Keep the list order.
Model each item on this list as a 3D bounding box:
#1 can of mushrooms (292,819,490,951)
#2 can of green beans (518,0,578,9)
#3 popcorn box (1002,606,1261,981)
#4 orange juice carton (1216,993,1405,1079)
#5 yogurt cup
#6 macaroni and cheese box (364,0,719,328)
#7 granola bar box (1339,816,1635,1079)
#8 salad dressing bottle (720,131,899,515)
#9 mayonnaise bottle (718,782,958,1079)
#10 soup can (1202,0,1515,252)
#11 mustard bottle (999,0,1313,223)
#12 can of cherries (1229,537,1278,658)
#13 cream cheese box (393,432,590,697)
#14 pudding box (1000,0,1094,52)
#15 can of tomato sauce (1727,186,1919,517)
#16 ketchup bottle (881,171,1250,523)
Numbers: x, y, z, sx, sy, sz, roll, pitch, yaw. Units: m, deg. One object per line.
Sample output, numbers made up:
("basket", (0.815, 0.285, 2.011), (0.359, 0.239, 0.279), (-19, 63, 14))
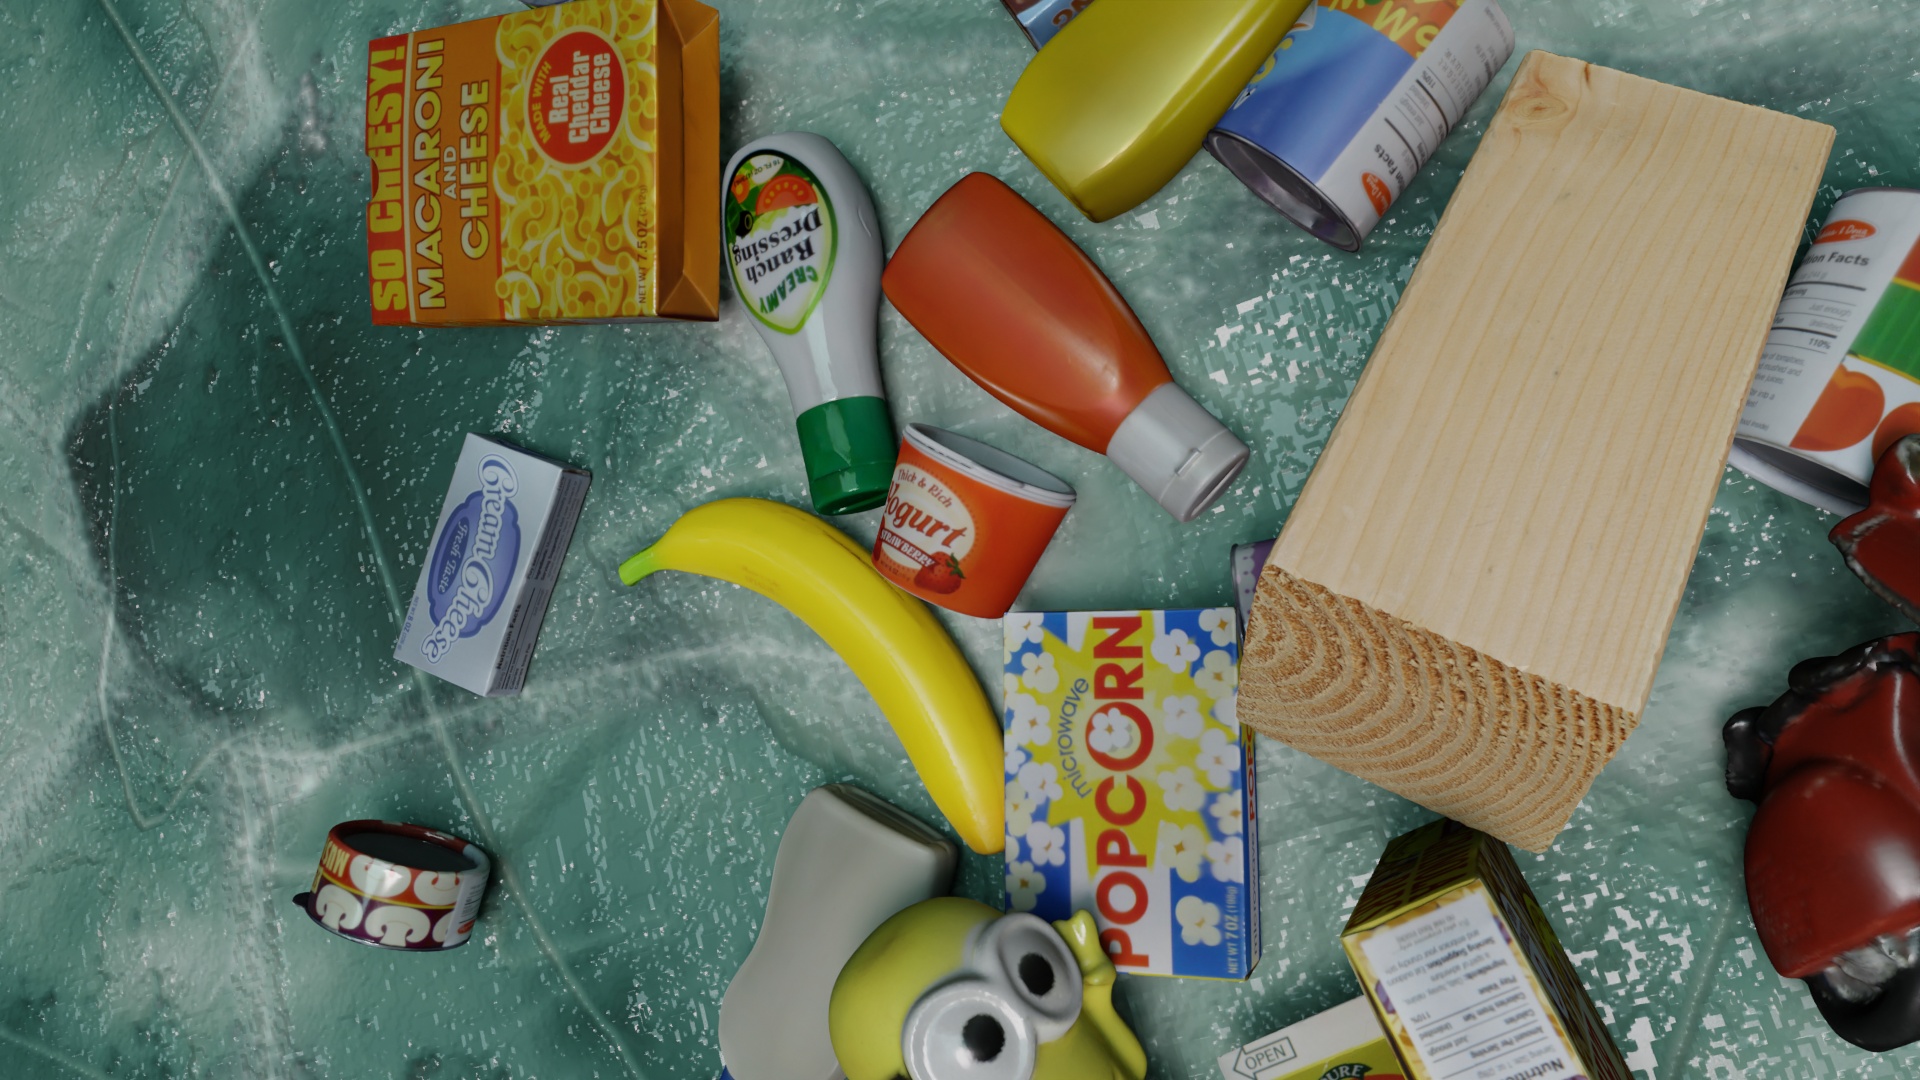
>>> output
("can of mushrooms", (-0.232, 0.140, 0.569), (0.071, 0.071, 0.033), (17, 89, 20))
("can of green beans", (-0.155, -0.246, 0.590), (0.071, 0.058, 0.071), (-2, 84, 19))
("popcorn box", (0.060, 0.087, 0.492), (0.085, 0.038, 0.127), (-2, 83, 20))
("orange juice carton", (0.155, 0.237, 0.426), (0.071, 0.073, 0.193), (-30, 75, 14))
("yogurt cup", (0.002, -0.006, 0.510), (0.072, 0.072, 0.054), (27, 101, 19))
("macaroni and cheese box", (-0.176, -0.151, 0.572), (0.166, 0.040, 0.123), (3, 95, 29))
("granola bar box", (0.158, 0.145, 0.386), (0.039, 0.165, 0.124), (-30, 76, 16))
("salad dressing bottle", (-0.055, -0.085, 0.546), (0.064, 0.044, 0.148), (-19, 78, 27))
("mayonnaise bottle", (-0.057, 0.170, 0.522), (0.065, 0.041, 0.148), (25, 94, 21))
("soup can", (0.135, -0.155, 0.479), (0.071, 0.071, 0.083), (40, 97, 18))
("mustard bottle", (0.090, -0.189, 0.506), (0.160, 0.049, 0.065), (-42, 69, 10))
("can of cherries", (0.125, 0.029, 0.459), (0.058, 0.071, 0.071), (-11, 81, 17))
("cream cheese box", (-0.201, 0.010, 0.596), (0.053, 0.024, 0.103), (19, 91, 18))
("pudding box", (0.049, -0.235, 0.535), (0.083, 0.030, 0.050), (-35, 76, 13))
("can of tomato sauce", (0.279, -0.053, 0.419), (0.071, 0.071, 0.083), (30, 95, 19))
("ketchup bottle", (0.040, -0.069, 0.513), (0.149, 0.043, 0.064), (45, 100, 17))
